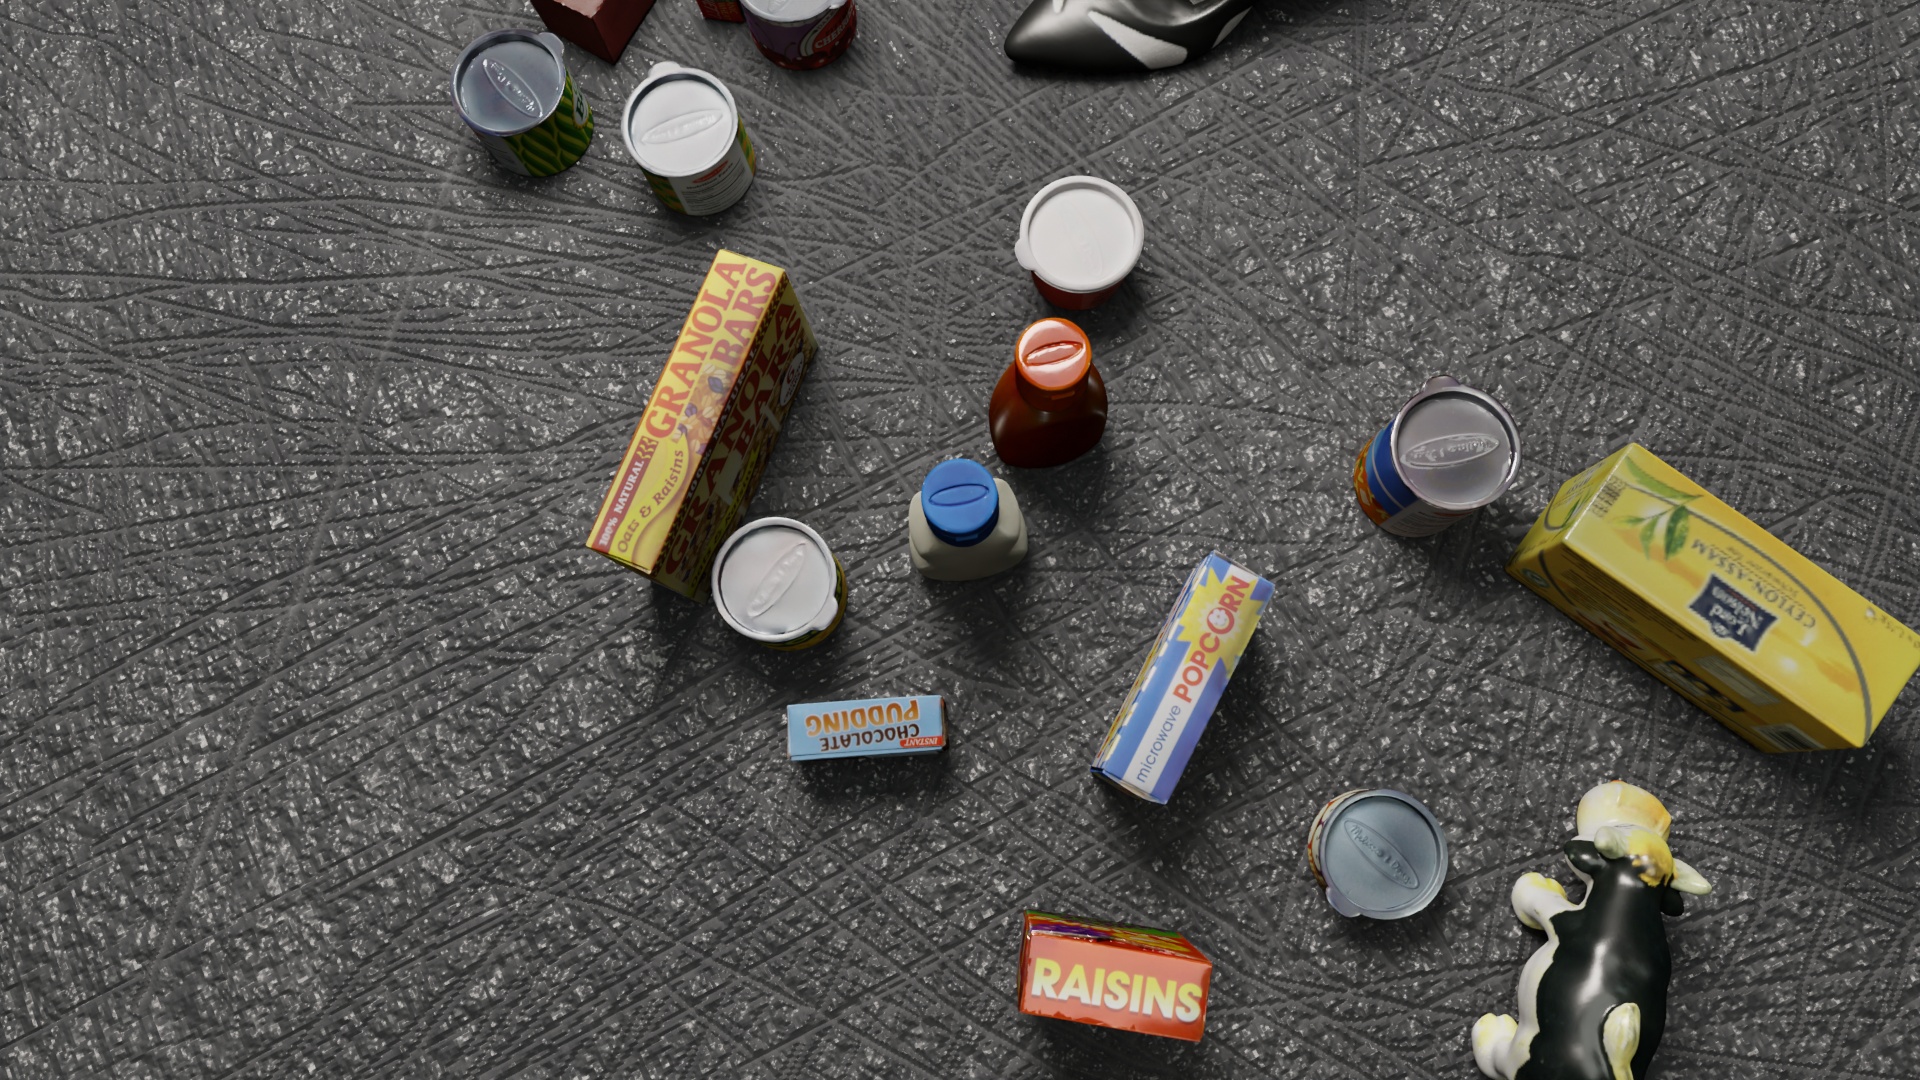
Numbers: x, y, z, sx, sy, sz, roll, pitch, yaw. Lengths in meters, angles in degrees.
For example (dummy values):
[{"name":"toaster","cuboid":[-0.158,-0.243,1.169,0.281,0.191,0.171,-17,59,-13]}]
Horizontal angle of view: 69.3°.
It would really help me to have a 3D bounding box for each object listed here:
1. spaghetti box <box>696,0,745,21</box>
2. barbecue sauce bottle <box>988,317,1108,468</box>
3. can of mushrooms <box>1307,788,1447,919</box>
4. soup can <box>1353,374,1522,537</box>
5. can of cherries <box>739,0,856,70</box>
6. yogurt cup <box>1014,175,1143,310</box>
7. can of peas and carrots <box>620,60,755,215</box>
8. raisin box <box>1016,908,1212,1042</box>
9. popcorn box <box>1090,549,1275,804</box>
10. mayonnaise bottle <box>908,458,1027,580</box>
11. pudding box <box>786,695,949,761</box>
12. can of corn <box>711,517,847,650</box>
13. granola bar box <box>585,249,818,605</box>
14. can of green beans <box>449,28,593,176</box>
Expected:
[{"name":"spaghetti box","cuboid":[-0.120,-0.439,0.844,0.029,0.050,0.250,12,80,4]},{"name":"barbecue sauce bottle","cuboid":[0.046,-0.075,0.722,0.065,0.148,0.044,-13,80,0]},{"name":"can of mushrooms","cuboid":[0.217,0.166,0.731,0.071,0.033,0.071,0,80,2]},{"name":"soup can","cuboid":[0.252,-0.043,0.743,0.071,0.083,0.071,0,80,2]},{"name":"can of cherries","cuboid":[-0.094,-0.318,0.817,0.071,0.058,0.071,0,80,2]},{"name":"yogurt cup","cuboid":[0.067,-0.164,0.786,0.072,0.054,0.072,0,80,2]},{"name":"can of peas and carrots","cuboid":[-0.157,-0.231,0.803,0.071,0.058,0.071,0,80,2]},{"name":"raisin box","cuboid":[0.072,0.210,0.683,0.086,0.123,0.040,9,81,4]},{"name":"popcorn box","cuboid":[0.114,0.074,0.725,0.038,0.085,0.127,28,82,6]},{"name":"mayonnaise bottle","cuboid":[0.003,-0.009,0.712,0.065,0.148,0.041,-10,80,0]},{"name":"pudding box","cuboid":[-0.049,0.101,0.744,0.084,0.049,0.030,-4,80,1]},{"name":"can of corn","cuboid":[-0.095,0.027,0.755,0.071,0.058,0.071,0,80,2]},{"name":"granola bar box","cuboid":[-0.133,-0.056,0.737,0.039,0.124,0.166,21,81,5]},{"name":"can of green beans","cuboid":[-0.255,-0.254,0.811,0.071,0.057,0.071,0,80,2]}]
